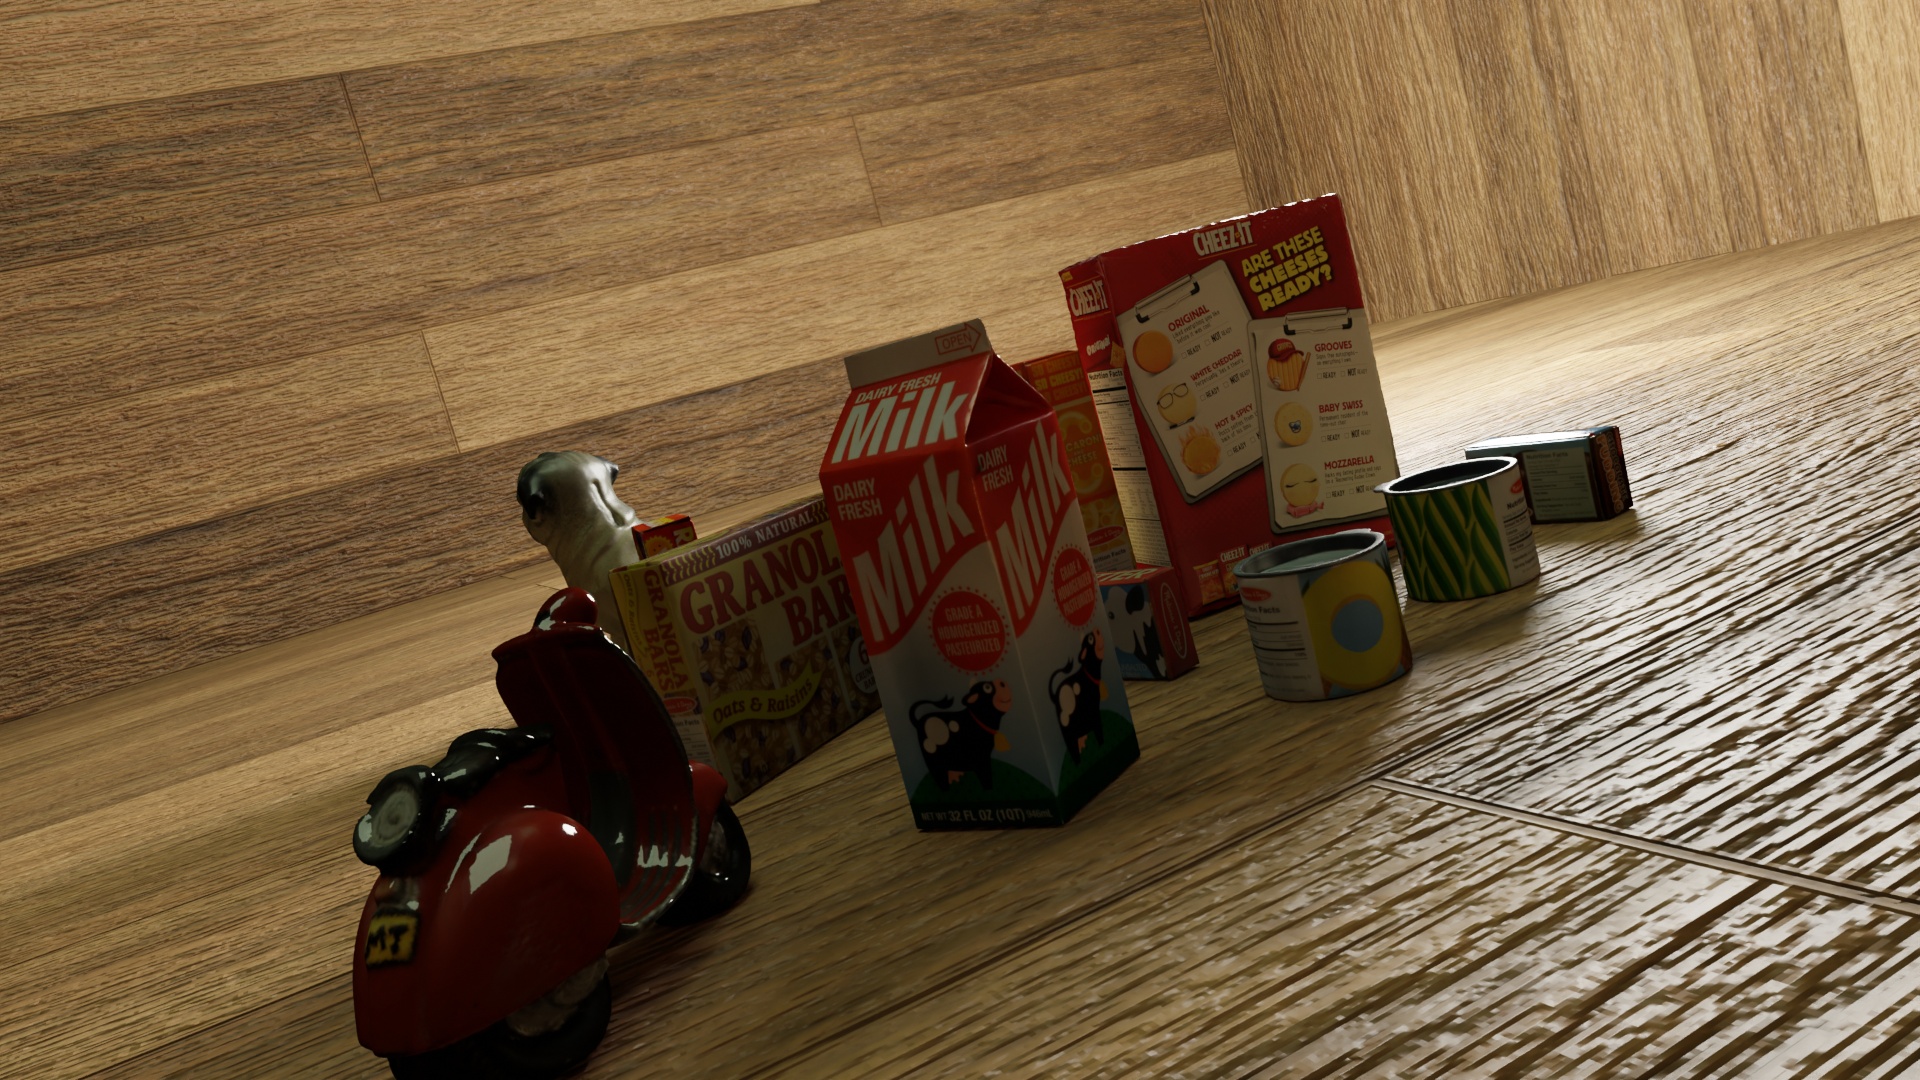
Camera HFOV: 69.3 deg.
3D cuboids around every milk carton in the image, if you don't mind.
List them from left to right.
[{"bbox_3d":[0.005,0.012,0.552,0.072,0.190,0.074,-11,8,34],"label":"milk carton"}]

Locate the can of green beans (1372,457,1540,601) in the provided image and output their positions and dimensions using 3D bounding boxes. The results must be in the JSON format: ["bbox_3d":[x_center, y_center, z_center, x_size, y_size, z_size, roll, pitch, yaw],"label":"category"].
[{"bbox_3d":[0.252,-0.006,0.700,0.071,0.057,0.071,-15,7,2],"label":"can of green beans"}]

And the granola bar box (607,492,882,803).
[{"bbox_3d":[-0.102,0.051,0.736,0.039,0.124,0.166,-11,8,31],"label":"granola bar box"}]

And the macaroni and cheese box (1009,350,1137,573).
[{"bbox_3d":[0.047,-0.024,0.829,0.040,0.166,0.123,-18,8,-24],"label":"macaroni and cheese box"}]

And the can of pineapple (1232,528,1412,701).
[{"bbox_3d":[0.160,0.032,0.606,0.071,0.057,0.071,-15,7,2],"label":"can of pineapple"}]

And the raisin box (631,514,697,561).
[{"bbox_3d":[-0.192,0.045,0.970,0.040,0.123,0.086,-17,7,-15],"label":"raisin box"}]

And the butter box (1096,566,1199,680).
[{"bbox_3d":[0.072,0.043,0.717,0.024,0.053,0.103,-21,9,-37],"label":"butter box"}]

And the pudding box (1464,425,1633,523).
[{"bbox_3d":[0.335,-0.037,0.796,0.030,0.049,0.083,-19,8,-31],"label":"pudding box"}]
